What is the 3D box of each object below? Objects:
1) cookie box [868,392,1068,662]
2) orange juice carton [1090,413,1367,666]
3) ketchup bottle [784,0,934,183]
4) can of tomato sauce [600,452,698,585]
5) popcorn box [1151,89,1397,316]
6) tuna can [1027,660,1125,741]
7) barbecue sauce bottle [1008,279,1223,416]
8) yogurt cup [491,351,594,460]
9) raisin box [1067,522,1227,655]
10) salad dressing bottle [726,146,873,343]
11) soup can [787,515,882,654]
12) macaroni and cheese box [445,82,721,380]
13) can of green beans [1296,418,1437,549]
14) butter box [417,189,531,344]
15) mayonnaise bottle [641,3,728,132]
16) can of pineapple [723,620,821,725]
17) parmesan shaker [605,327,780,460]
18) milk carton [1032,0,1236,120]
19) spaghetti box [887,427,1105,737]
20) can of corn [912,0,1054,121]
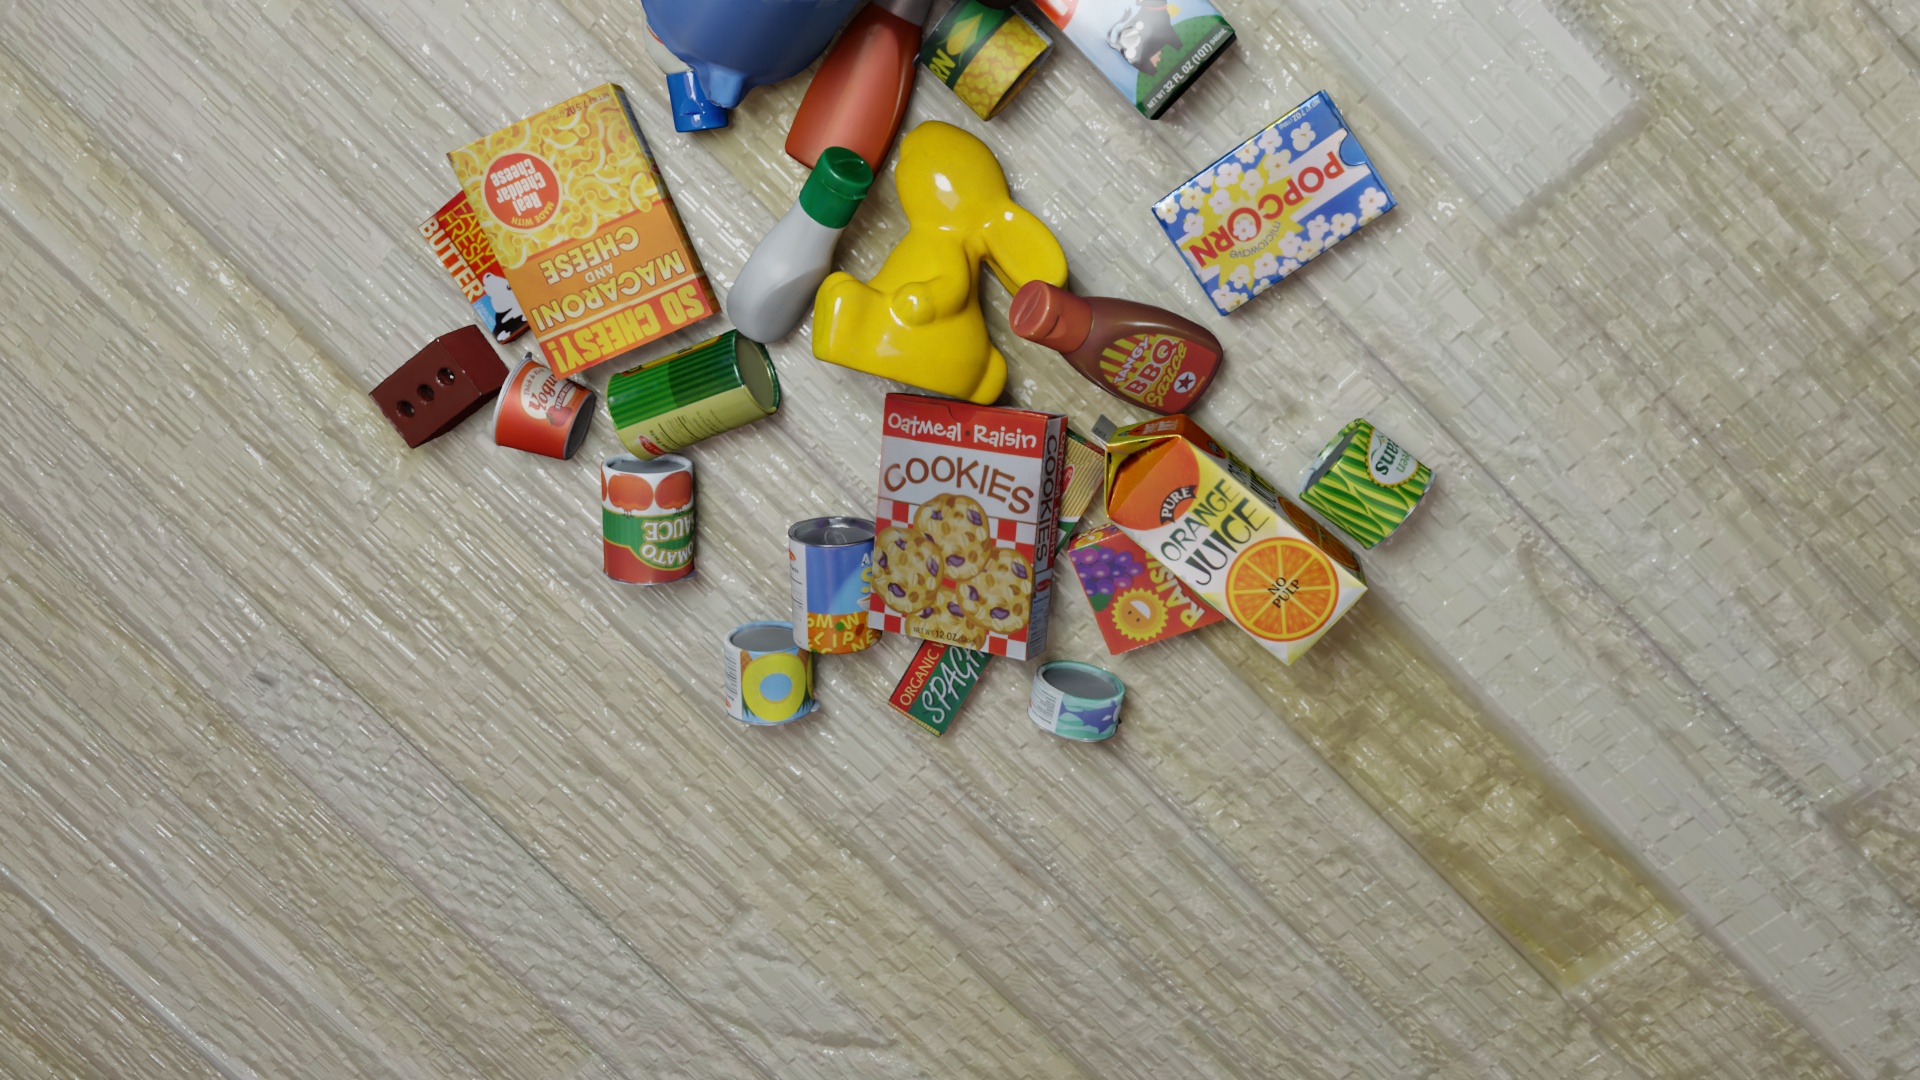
[{"bbox_3d":[0.003,-0.012,0.953,0.123,0.040,0.167,10,102,24],"label":"cookie box"},{"bbox_3d":[0.160,-0.015,0.886,0.193,0.072,0.072,39,109,-1],"label":"orange juice carton"},{"bbox_3d":[-0.057,-0.305,0.896,0.065,0.044,0.148,28,111,-1],"label":"ketchup bottle"},{"bbox_3d":[-0.226,-0.017,1.013,0.071,0.071,0.082,6,108,10],"label":"can of tomato sauce"},{"bbox_3d":[0.195,-0.211,0.875,0.126,0.038,0.085,-32,97,20],"label":"popcorn box"},{"bbox_3d":[0.085,0.114,0.990,0.071,0.071,0.032,13,109,8],"label":"tuna can"},{"bbox_3d":[0.097,-0.125,0.876,0.148,0.044,0.064,15,121,-38],"label":"barbecue sauce bottle"},{"bbox_3d":[-0.301,-0.092,1.008,0.054,0.073,0.072,20,111,-4],"label":"yogurt cup"},{"bbox_3d":[0.147,0.018,0.960,0.123,0.040,0.086,-21,103,16],"label":"raisin box"},{"bbox_3d":[-0.106,-0.193,0.916,0.044,0.064,0.147,52,132,11],"label":"salad dressing bottle"},{"bbox_3d":[-0.087,0.031,1.000,0.071,0.071,0.083,3,109,11],"label":"soup can"},{"bbox_3d":[-0.256,-0.212,0.960,0.124,0.040,0.166,-22,103,5],"label":"macaroni and cheese box"},{"bbox_3d":[0.262,-0.037,0.902,0.058,0.071,0.071,37,111,-1],"label":"can of green beans"},{"bbox_3d":[-0.339,-0.199,1.001,0.053,0.024,0.103,-30,99,19],"label":"butter box"},{"bbox_3d":[-0.182,-0.345,0.911,0.065,0.041,0.147,-4,106,11],"label":"mayonnaise bottle"},{"bbox_3d":[-0.140,0.097,1.033,0.071,0.071,0.057,4,109,11],"label":"can of pineapple"},{"bbox_3d":[-0.186,-0.103,0.980,0.103,0.071,0.071,-18,103,16],"label":"parmesan shaker"},{"bbox_3d":[0.076,-0.348,0.838,0.190,0.074,0.072,44,110,-4],"label":"milk carton"},{"bbox_3d":[0.026,0.031,0.995,0.050,0.029,0.249,31,111,1],"label":"spaghetti box"},{"bbox_3d":[0.015,-0.304,0.868,0.058,0.071,0.071,43,111,-4],"label":"can of corn"}]
